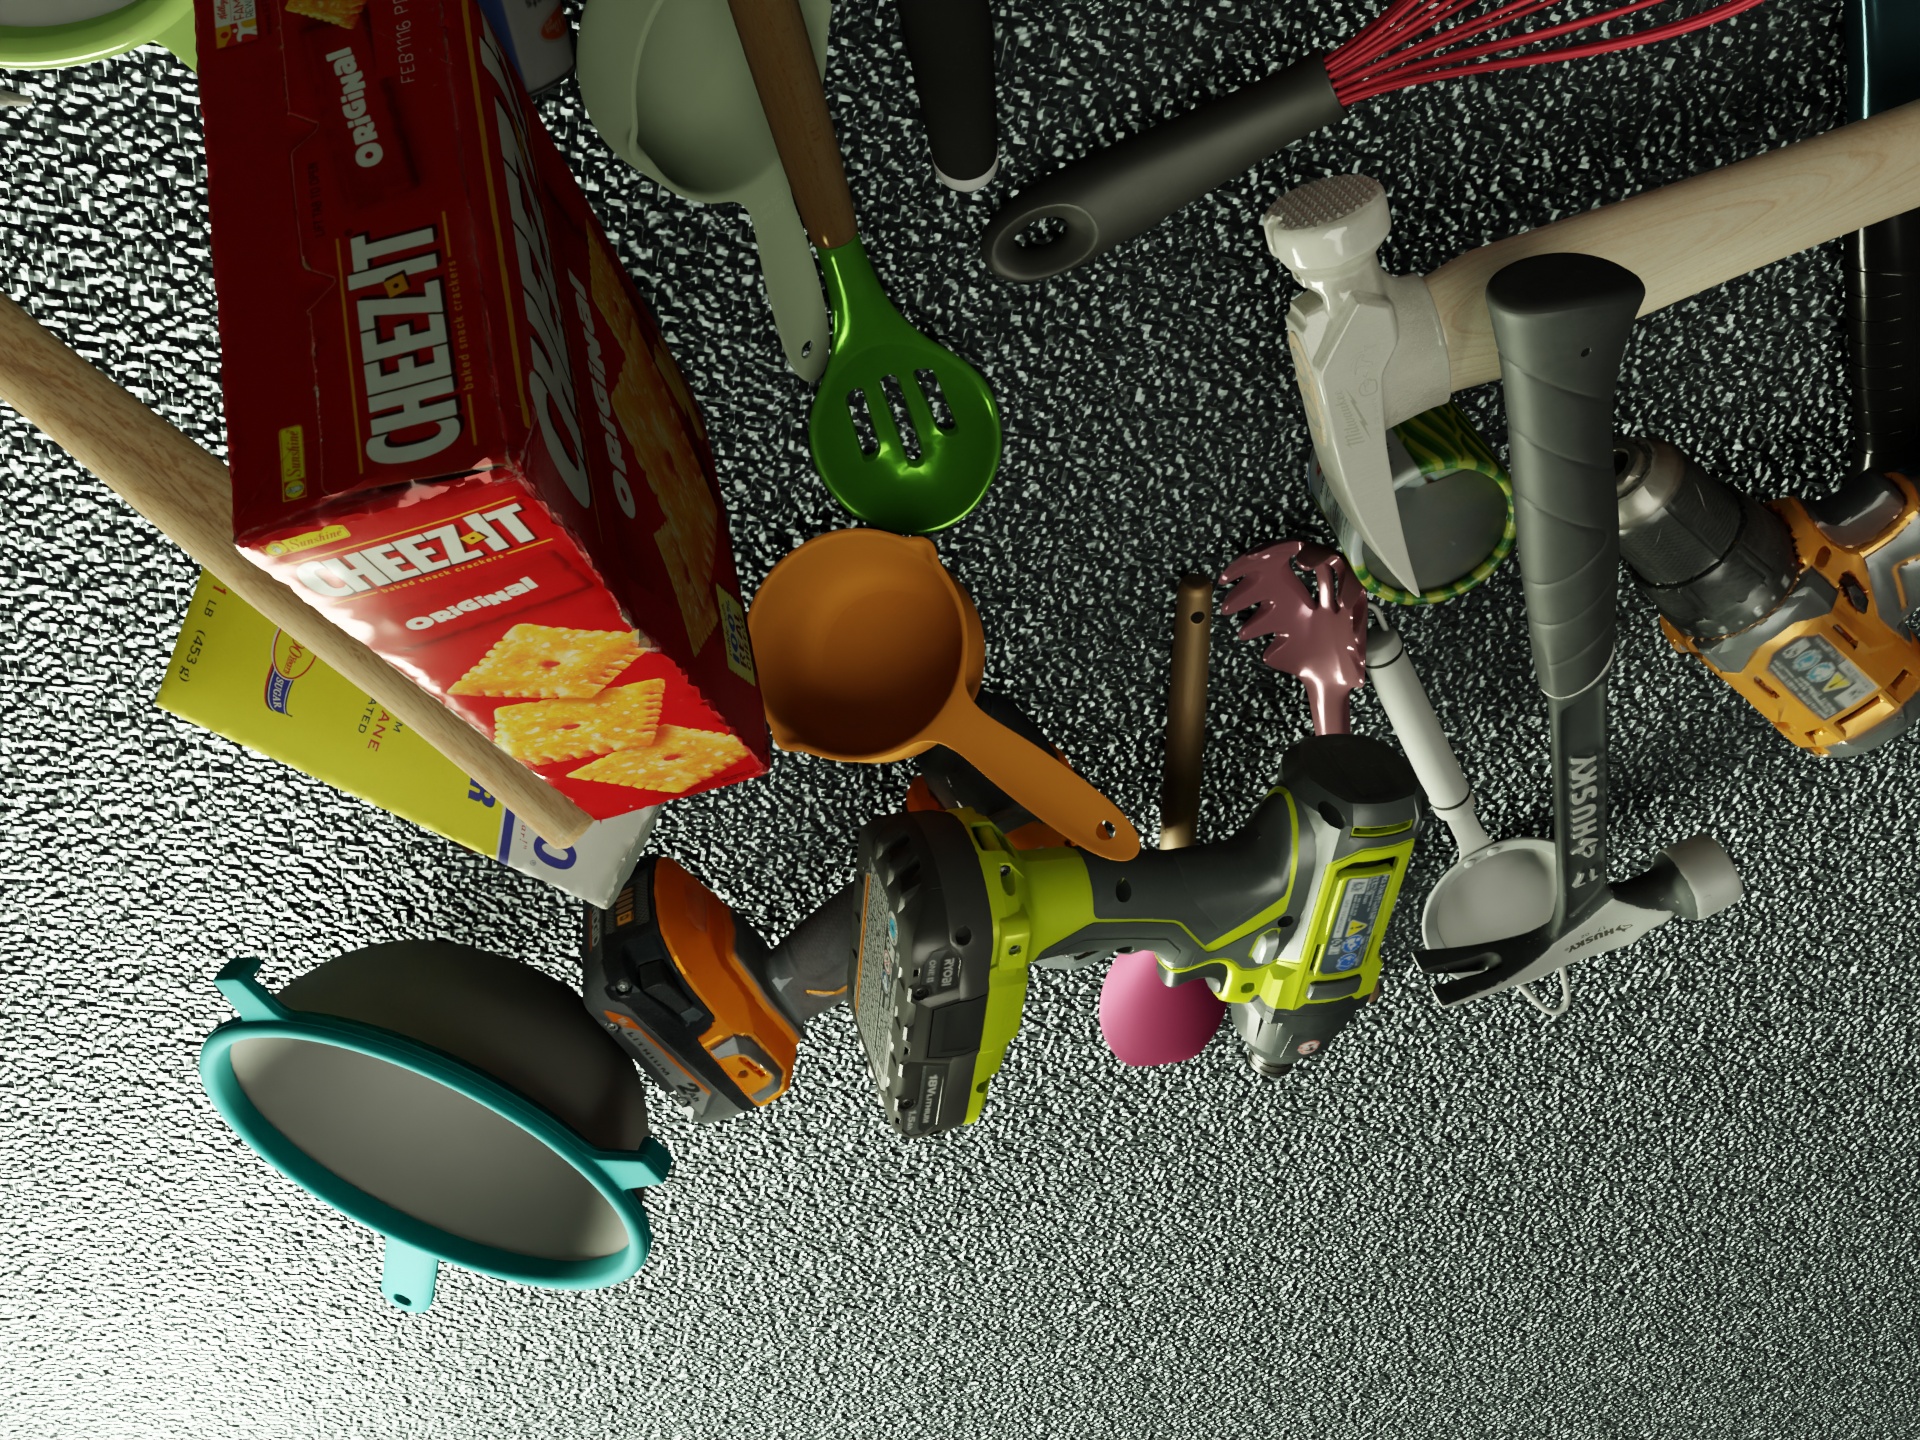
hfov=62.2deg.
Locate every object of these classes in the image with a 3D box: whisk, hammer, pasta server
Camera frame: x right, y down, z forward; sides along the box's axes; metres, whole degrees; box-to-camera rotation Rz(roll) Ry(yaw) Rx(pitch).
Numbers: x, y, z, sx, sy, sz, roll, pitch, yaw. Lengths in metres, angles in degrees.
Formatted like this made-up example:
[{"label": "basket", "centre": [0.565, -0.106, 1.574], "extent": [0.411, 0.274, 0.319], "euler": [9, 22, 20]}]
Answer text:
[{"label": "whisk", "centre": [0.134, -0.206, 0.491], "extent": [0.296, 0.073, 0.073], "euler": [-20, 130, 25]}, {"label": "hammer", "centre": [-0.247, -0.074, 0.513], "extent": [0.331, 0.031, 0.130], "euler": [40, 112, -12]}, {"label": "pasta server", "centre": [0.170, 0.037, 0.726], "extent": [0.060, 0.040, 0.315], "euler": [16, 142, 33]}, {"label": "hammer", "centre": [0.227, -0.008, 0.599], "extent": [0.149, 0.036, 0.408], "euler": [-25, 139, 4]}, {"label": "hammer", "centre": [0.327, -0.199, 0.561], "extent": [0.128, 0.033, 0.330], "euler": [-21, 129, 10]}, {"label": "hammer", "centre": [0.308, -0.175, 0.519], "extent": [0.410, 0.038, 0.146], "euler": [-22, 124, 3]}]

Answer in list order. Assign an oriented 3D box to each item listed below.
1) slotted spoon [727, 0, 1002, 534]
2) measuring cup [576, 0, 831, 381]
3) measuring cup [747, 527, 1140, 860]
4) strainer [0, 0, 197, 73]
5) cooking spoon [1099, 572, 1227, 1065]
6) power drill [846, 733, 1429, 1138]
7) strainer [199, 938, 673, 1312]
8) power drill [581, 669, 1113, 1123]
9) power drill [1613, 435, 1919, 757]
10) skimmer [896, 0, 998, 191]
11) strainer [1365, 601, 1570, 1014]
[{"label": "slotted spoon", "centre": [-0.043, -0.172, 0.489], "extent": [0.070, 0.031, 0.313], "euler": [-16, 144, 3]}, {"label": "measuring cup", "centre": [-0.074, -0.176, 0.516], "extent": [0.083, 0.038, 0.167], "euler": [-45, 153, -18]}, {"label": "measuring cup", "centre": [-0.001, -0.002, 0.605], "extent": [0.174, 0.052, 0.095], "euler": [37, 94, 11]}, {"label": "strainer", "centre": [-0.305, -0.256, 0.397], "extent": [0.256, 0.069, 0.151], "euler": [3, 130, -9]}, {"label": "cooking spoon", "centre": [0.102, 0.064, 0.750], "extent": [0.068, 0.017, 0.318], "euler": [-7, 130, -4]}, {"label": "power drill", "centre": [0.072, 0.097, 0.658], "extent": [0.223, 0.080, 0.171], "euler": [-5, 126, -17]}, {"label": "strainer", "centre": [-0.241, 0.199, 0.768], "extent": [0.211, 0.095, 0.340], "euler": [25, 141, -3]}, {"label": "power drill", "centre": [-0.050, 0.074, 0.698], "extent": [0.226, 0.084, 0.164], "euler": [-25, 128, 6]}, {"label": "power drill", "centre": [0.358, -0.096, 0.581], "extent": [0.185, 0.084, 0.226], "euler": [31, 125, -26]}, {"label": "skimmer", "centre": [-0.028, -0.236, 0.358], "extent": [0.127, 0.090, 0.363], "euler": [-32, 171, 0]}, {"label": "strainer", "centre": [0.231, 0.041, 0.738], "extent": [0.087, 0.050, 0.258], "euler": [-28, 122, 10]}]
